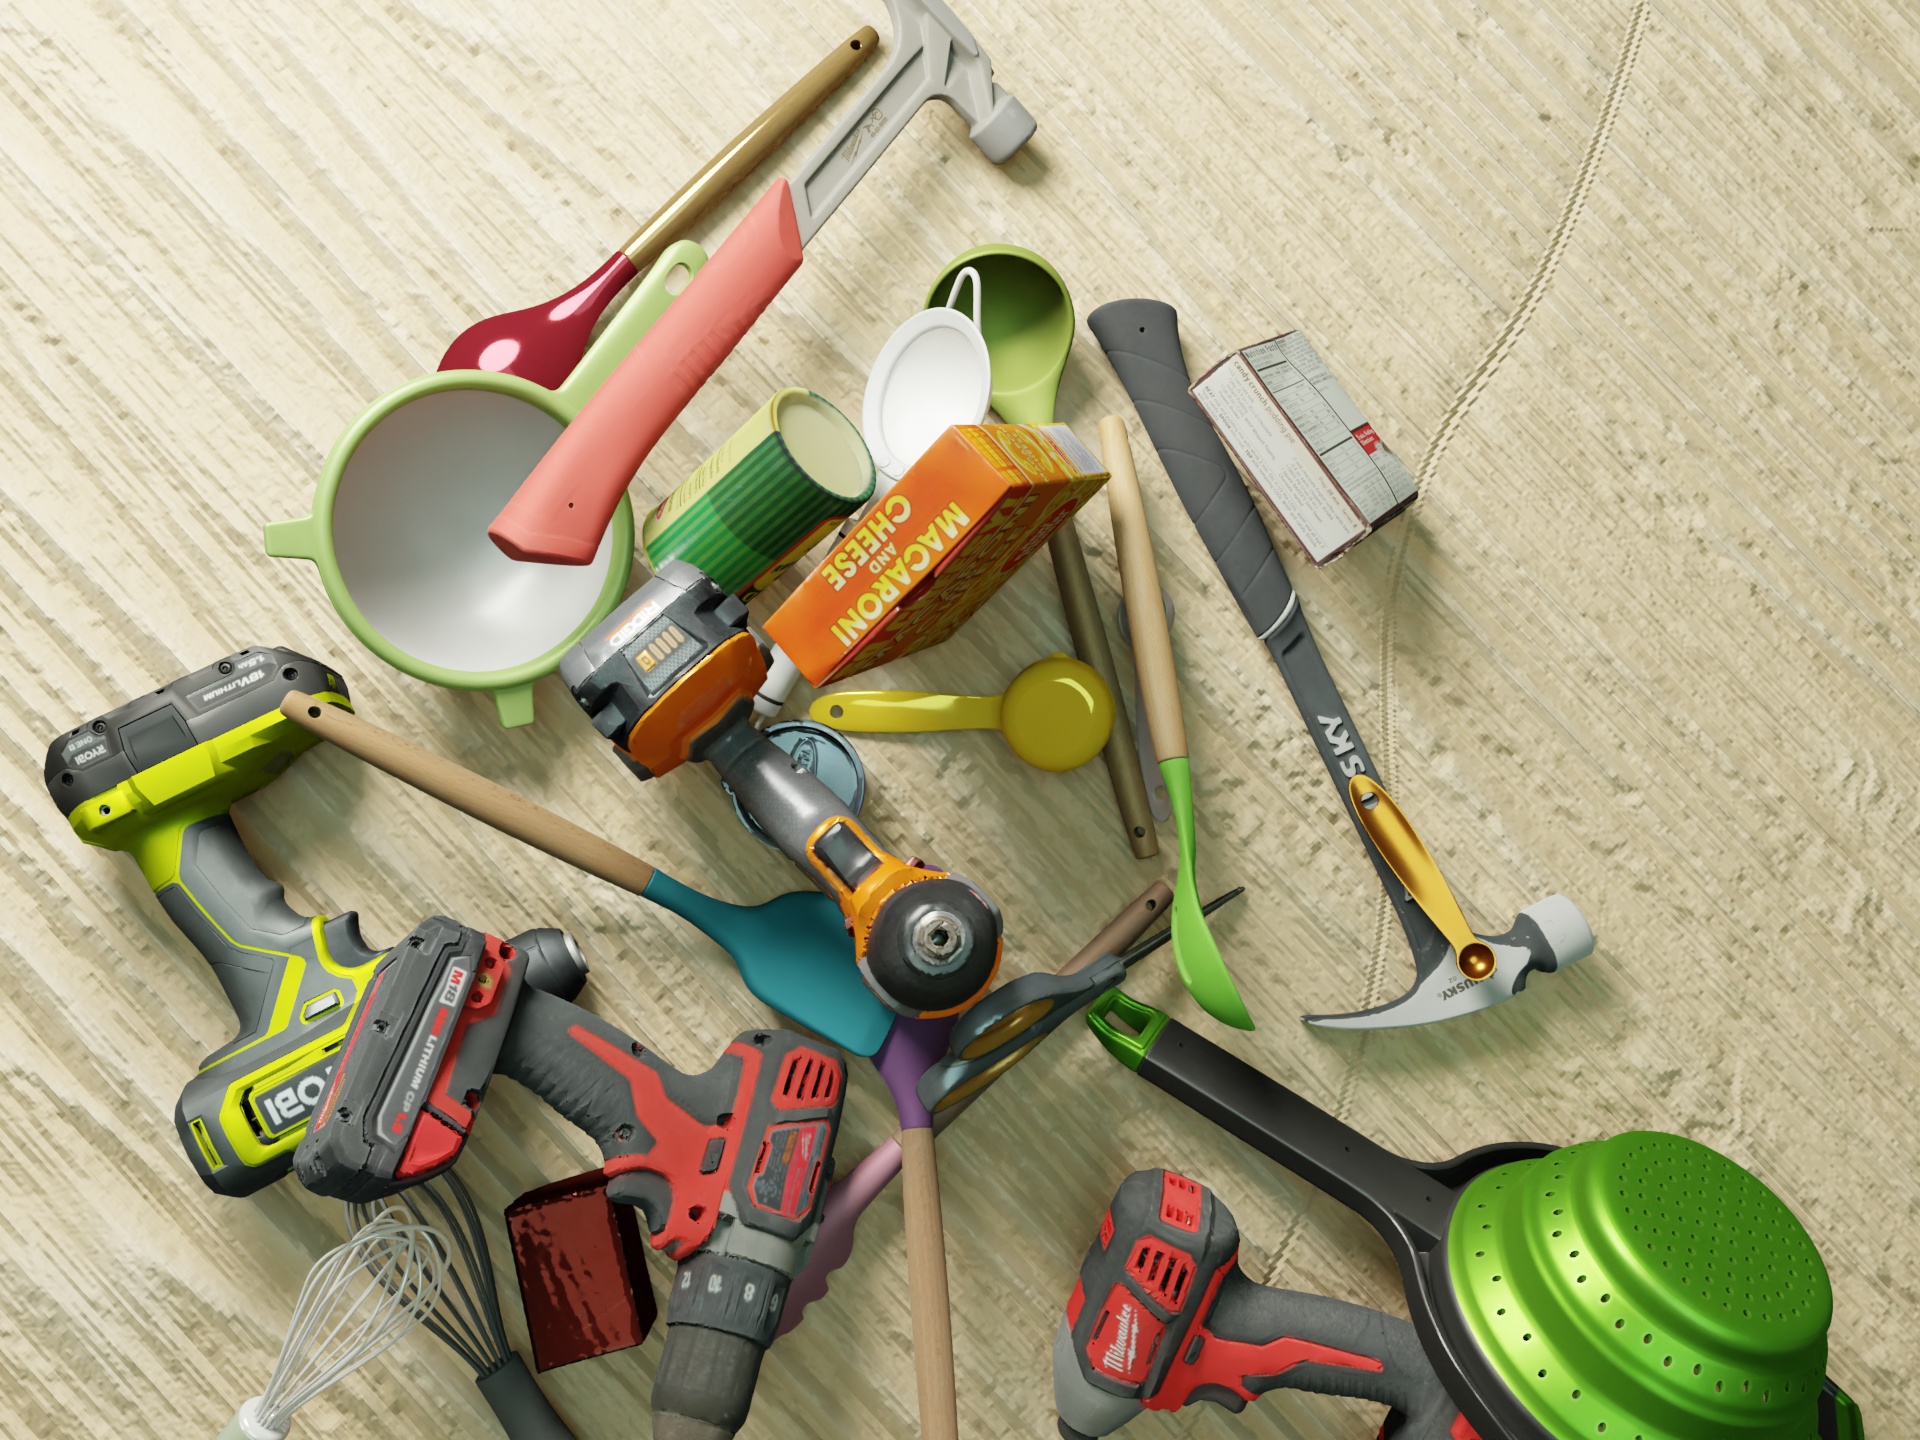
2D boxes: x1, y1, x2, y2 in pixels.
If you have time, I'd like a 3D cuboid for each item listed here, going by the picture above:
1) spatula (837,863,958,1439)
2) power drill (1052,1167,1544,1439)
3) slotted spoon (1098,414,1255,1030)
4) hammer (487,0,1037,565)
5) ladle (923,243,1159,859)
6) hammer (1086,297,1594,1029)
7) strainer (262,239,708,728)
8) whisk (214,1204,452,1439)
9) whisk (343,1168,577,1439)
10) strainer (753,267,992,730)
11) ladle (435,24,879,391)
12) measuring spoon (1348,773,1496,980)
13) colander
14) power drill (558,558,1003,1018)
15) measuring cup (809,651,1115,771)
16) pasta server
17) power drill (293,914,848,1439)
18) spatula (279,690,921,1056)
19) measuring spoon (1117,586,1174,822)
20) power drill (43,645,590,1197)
[{"bbox_3d":[-0.021,0.219,0.749,0.060,0.018,0.316,-5,67,-3],"label":"spatula"},{"bbox_3d":[0.153,0.315,0.751,0.219,0.078,0.143,22,106,4],"label":"power drill"},{"bbox_3d":[0.099,-0.004,0.776,0.031,0.070,0.314,-11,75,8],"label":"slotted spoon"},{"bbox_3d":[-0.111,-0.224,0.773,0.149,0.037,0.359,41,73,-19],"label":"hammer"},{"bbox_3d":[0.052,-0.084,0.806,0.078,0.062,0.320,-15,88,16],"label":"ladle"},{"bbox_3d":[0.167,-0.034,0.818,0.149,0.036,0.409,-25,85,-5],"label":"hammer"},{"bbox_3d":[-0.212,-0.135,0.784,0.151,0.069,0.256,41,74,-30],"label":"strainer"},{"bbox_3d":[-0.311,0.311,0.719,0.246,0.059,0.058,-50,47,13],"label":"whisk"},{"bbox_3d":[-0.218,0.307,0.756,0.055,0.055,0.239,-31,91,-6],"label":"whisk"},{"bbox_3d":[-0.046,-0.099,0.789,0.087,0.050,0.258,40,103,40],"label":"strainer"},{"bbox_3d":[-0.153,-0.255,0.827,0.069,0.031,0.315,44,82,-3],"label":"ladle"},{"bbox_3d":[0.226,0.077,0.787,0.021,0.011,0.117,-32,82,-1],"label":"measuring spoon"},{"bbox_3d":[0.242,0.212,0.727,0.397,0.204,0.094,30,126,15],"label":"colander"},{"bbox_3d":[-0.070,0.039,0.697,0.084,0.164,0.226,-43,86,-10],"label":"power drill"},{"bbox_3d":[-0.001,-0.003,0.795,0.156,0.029,0.062,0,97,7],"label":"measuring cup"},{"bbox_3d":[-0.010,0.191,0.789,0.316,0.040,0.060,-42,88,-10],"label":"pasta server"},{"bbox_3d":[-0.164,0.201,0.694,0.226,0.080,0.188,27,58,-22],"label":"power drill"},{"bbox_3d":[-0.168,0.061,0.754,0.317,0.044,0.082,29,65,-15],"label":"spatula"},{"bbox_3d":[0.102,-0.010,0.819,0.018,0.034,0.124,-4,89,-41],"label":"measuring spoon"},{"bbox_3d":[-0.305,0.084,0.758,0.190,0.080,0.228,-28,88,-10],"label":"power drill"}]
